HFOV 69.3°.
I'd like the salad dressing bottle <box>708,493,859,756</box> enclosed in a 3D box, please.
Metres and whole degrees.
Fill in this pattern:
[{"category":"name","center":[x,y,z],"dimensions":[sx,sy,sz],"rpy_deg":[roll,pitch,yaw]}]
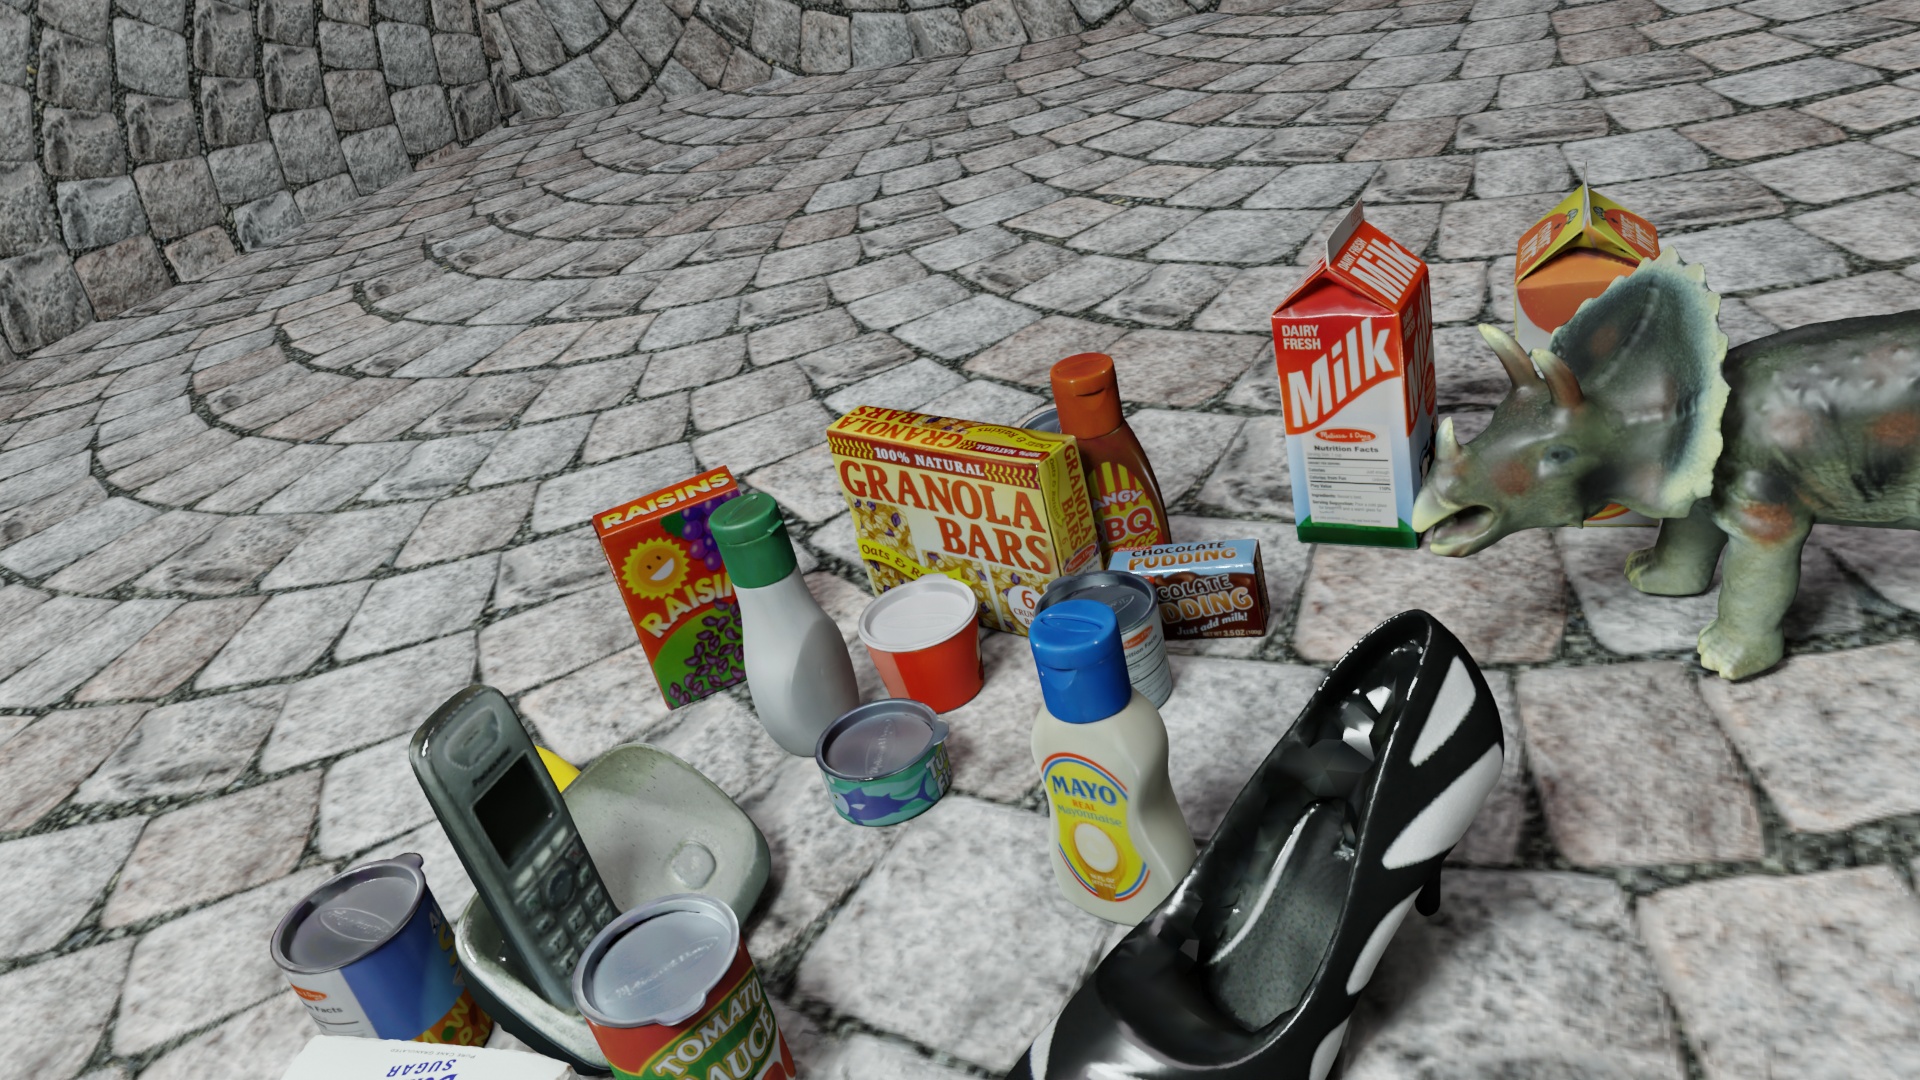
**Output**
[{"category":"salad dressing bottle","center":[-0.095,0.046,0.744],"dimensions":[0.044,0.147,0.064],"rpy_deg":[3,33,30]}]

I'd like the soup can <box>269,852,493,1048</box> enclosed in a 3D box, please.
[{"category":"soup can","center":[-0.253,0.194,0.620],"dimensions":[0.071,0.083,0.072],"rpy_deg":[-11,29,6]}]

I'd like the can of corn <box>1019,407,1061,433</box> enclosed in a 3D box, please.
[{"category":"can of corn","center":[0.073,-0.051,0.932],"dimensions":[0.071,0.058,0.071],"rpy_deg":[-11,29,6]}]

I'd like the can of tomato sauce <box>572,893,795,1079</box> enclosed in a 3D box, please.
[{"category":"can of tomato sauce","center":[-0.107,0.195,0.552],"dimensions":[0.071,0.082,0.071],"rpy_deg":[-11,29,6]}]

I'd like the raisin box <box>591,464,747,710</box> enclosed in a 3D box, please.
[{"category":"raisin box","center":[-0.157,0.028,0.830],"dimensions":[0.086,0.122,0.040],"rpy_deg":[-22,29,-13]}]

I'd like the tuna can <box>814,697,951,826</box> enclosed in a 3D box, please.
[{"category":"tuna can","center":[-0.037,0.114,0.717],"dimensions":[0.071,0.032,0.071],"rpy_deg":[-11,29,6]}]

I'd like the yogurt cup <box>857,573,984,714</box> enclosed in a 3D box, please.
[{"category":"yogurt cup","center":[-0.019,0.061,0.780],"dimensions":[0.072,0.053,0.073],"rpy_deg":[-11,29,6]}]

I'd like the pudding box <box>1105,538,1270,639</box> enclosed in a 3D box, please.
[{"category":"pudding box","center":[0.127,0.028,0.777],"dimensions":[0.083,0.049,0.030],"rpy_deg":[-4,30,19]}]

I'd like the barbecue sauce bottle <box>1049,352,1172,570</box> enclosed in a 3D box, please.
[{"category":"barbecue sauce bottle","center":[0.083,-0.035,0.806],"dimensions":[0.065,0.148,0.044],"rpy_deg":[-15,28,-1]}]

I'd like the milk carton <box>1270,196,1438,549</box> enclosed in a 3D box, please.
[{"category":"milk carton","center":[0.230,-0.095,0.802],"dimensions":[0.073,0.189,0.073],"rpy_deg":[4,33,31]}]

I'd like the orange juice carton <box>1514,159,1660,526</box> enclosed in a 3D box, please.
[{"category":"orange juice carton","center":[0.346,-0.106,0.766],"dimensions":[0.073,0.191,0.072],"rpy_deg":[0,31,25]}]

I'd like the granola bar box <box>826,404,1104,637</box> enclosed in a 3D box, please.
[{"category":"granola bar box","center":[0.003,-0.010,0.824],"dimensions":[0.165,0.123,0.039],"rpy_deg":[12,38,40]}]

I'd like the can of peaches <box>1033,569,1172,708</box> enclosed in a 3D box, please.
[{"category":"can of peaches","center":[0.075,0.056,0.741],"dimensions":[0.071,0.057,0.071],"rpy_deg":[-11,29,6]}]

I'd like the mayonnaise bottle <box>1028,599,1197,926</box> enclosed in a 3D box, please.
[{"category":"mayonnaise bottle","center":[0.060,0.095,0.585],"dimensions":[0.065,0.147,0.041],"rpy_deg":[7,35,34]}]
